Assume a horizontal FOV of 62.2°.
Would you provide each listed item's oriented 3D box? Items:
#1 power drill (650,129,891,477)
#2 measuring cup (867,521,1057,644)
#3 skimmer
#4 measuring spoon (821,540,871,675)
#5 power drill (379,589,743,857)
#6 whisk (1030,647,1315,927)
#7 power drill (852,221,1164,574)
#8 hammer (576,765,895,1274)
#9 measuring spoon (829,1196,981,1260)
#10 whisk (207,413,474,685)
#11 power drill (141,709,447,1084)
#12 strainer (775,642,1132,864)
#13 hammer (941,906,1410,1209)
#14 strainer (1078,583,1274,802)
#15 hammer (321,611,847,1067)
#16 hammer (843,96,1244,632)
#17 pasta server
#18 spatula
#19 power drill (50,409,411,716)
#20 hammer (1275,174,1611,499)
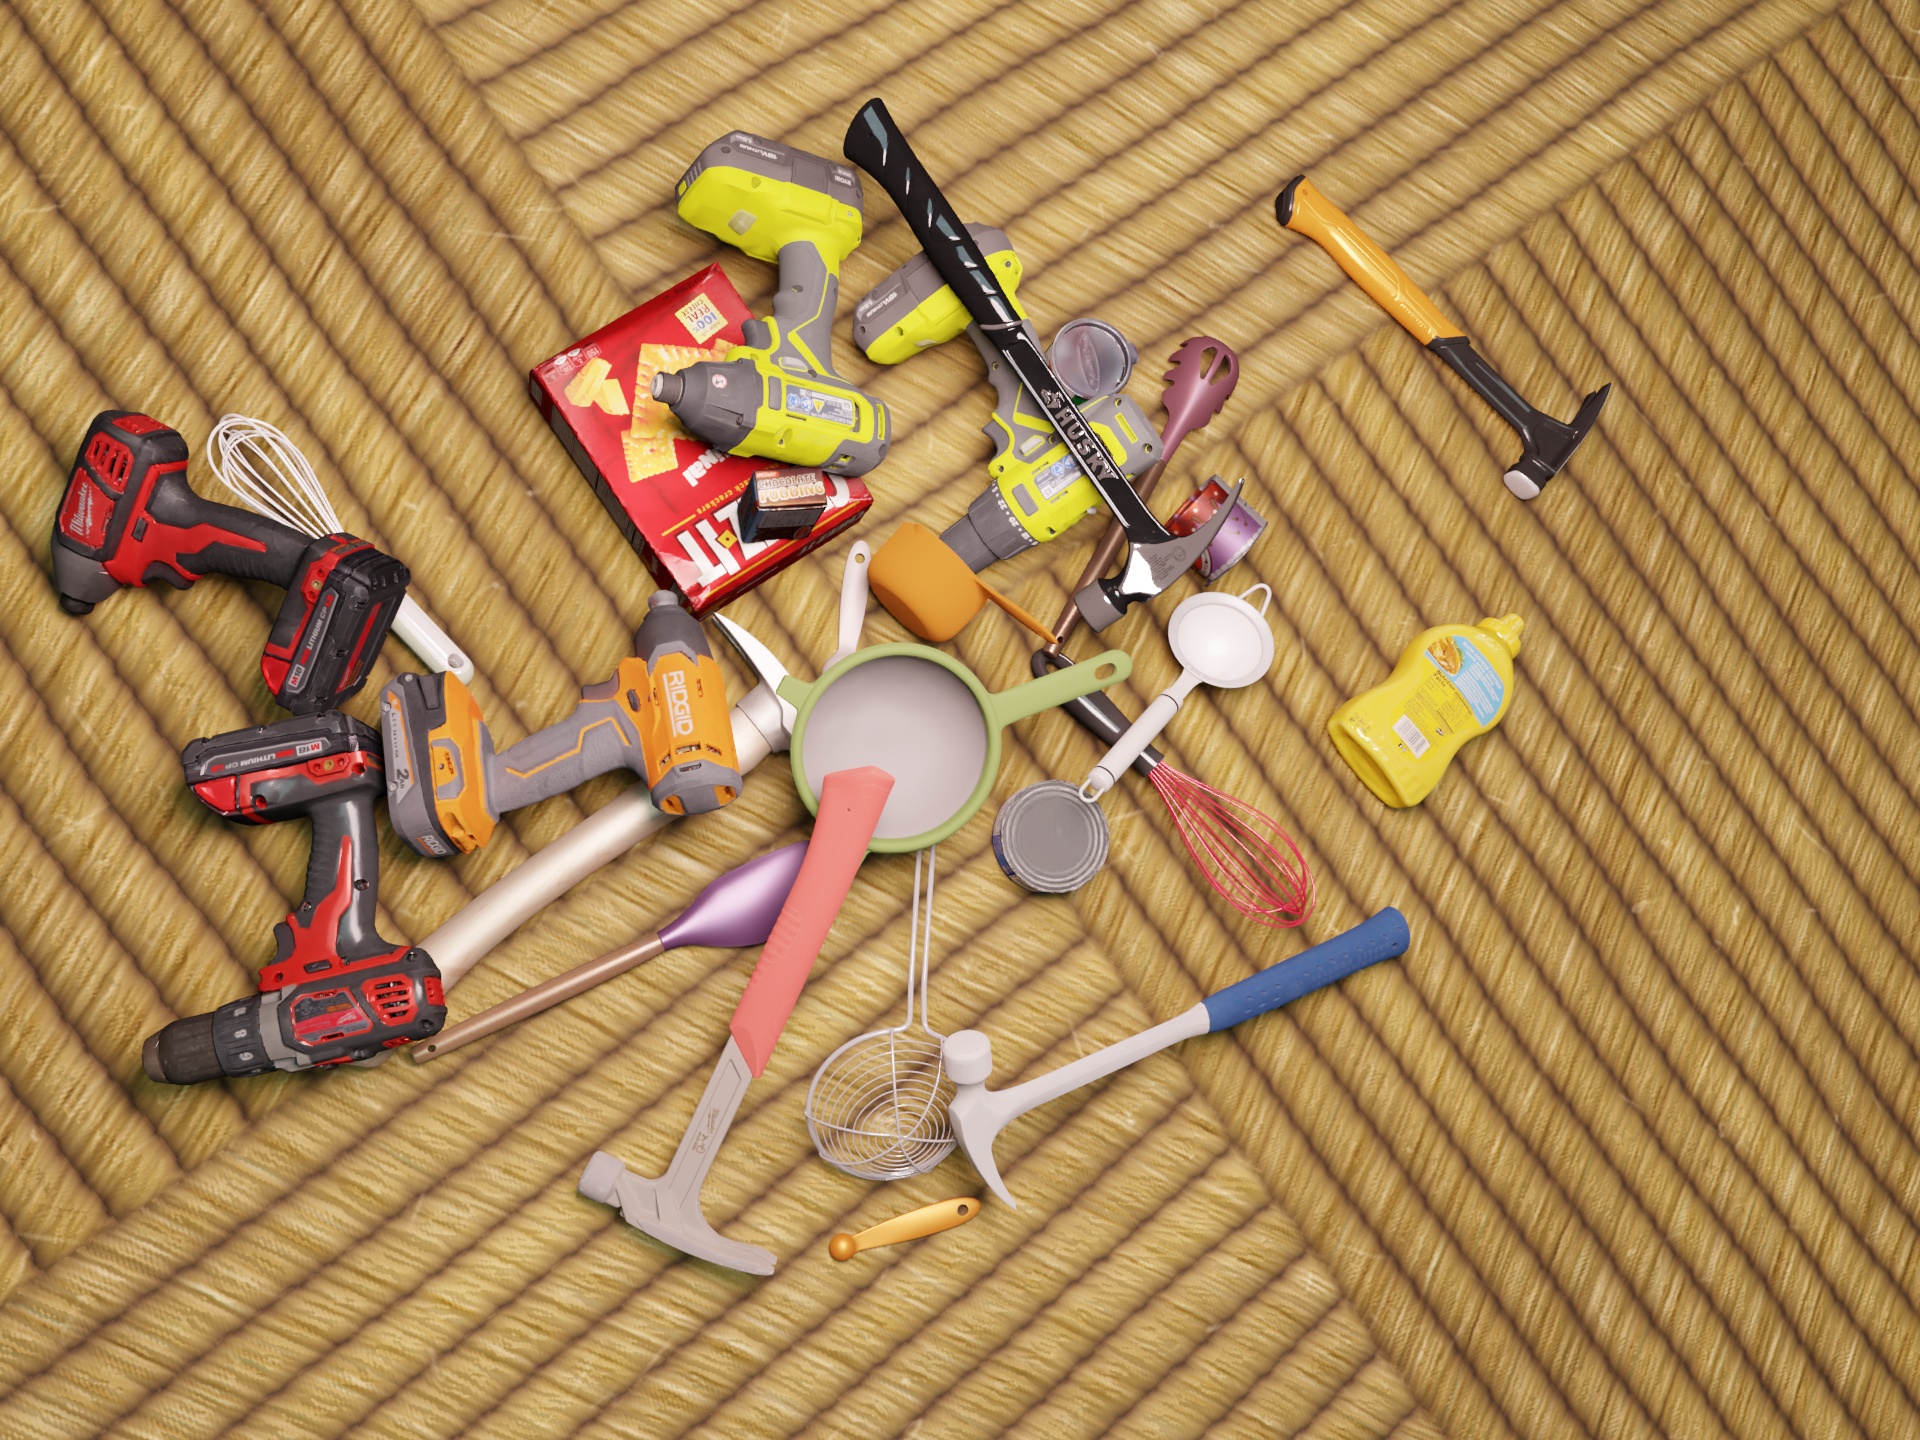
[{"bbox_3d":[-0.137,-0.293,1.127,0.171,0.080,0.223,8,70,-33],"label":"power drill"},{"bbox_3d":[-0.002,-0.080,1.166,0.052,0.095,0.174,-45,51,-10],"label":"measuring cup"},{"bbox_3d":[-0.039,0.153,1.185,0.127,0.090,0.363,10,70,-16],"label":"skimmer"},{"bbox_3d":[-0.082,-0.079,1.212,0.034,0.018,0.124,9,79,-12],"label":"measuring spoon"},{"bbox_3d":[-0.274,-0.001,1.097,0.226,0.084,0.164,-12,67,-5],"label":"power drill"},{"bbox_3d":[0.164,0.050,1.237,0.296,0.073,0.073,44,75,2],"label":"whisk"},{"bbox_3d":[0.019,-0.238,1.208,0.190,0.080,0.228,-33,87,18],"label":"power drill"},{"bbox_3d":[-0.125,0.200,1.099,0.149,0.037,0.359,25,94,-2],"label":"hammer"},{"bbox_3d":[-0.039,0.371,1.162,0.117,0.011,0.021,-13,85,-15],"label":"measuring spoon"},{"bbox_3d":[-0.433,-0.117,1.119,0.246,0.059,0.058,48,47,-8],"label":"whisk"},{"bbox_3d":[-0.451,0.122,1.048,0.188,0.080,0.227,-13,80,-6],"label":"power drill"},{"bbox_3d":[-0.002,-0.004,1.150,0.256,0.069,0.151,-21,105,-9],"label":"strainer"},{"bbox_3d":[0.173,0.232,1.193,0.405,0.035,0.144,-18,116,-24],"label":"hammer"},{"bbox_3d":[0.164,-0.019,1.226,0.087,0.050,0.258,38,57,10],"label":"strainer"},{"bbox_3d":[-0.282,0.091,1.130,0.410,0.038,0.146,-38,91,-15],"label":"hammer"},{"bbox_3d":[0.044,-0.270,1.140,0.149,0.036,0.409,-34,89,16],"label":"hammer"},{"bbox_3d":[0.143,-0.183,1.270,0.060,0.040,0.316,32,76,-8],"label":"pasta server"},{"bbox_3d":[-0.238,0.172,1.139,0.316,0.018,0.060,-23,89,-17],"label":"spatula"},{"bbox_3d":[-0.501,-0.098,1.071,0.219,0.078,0.143,29,105,-3],"label":"power drill"},{"bbox_3d":[0.405,-0.345,1.361,0.337,0.034,0.127,42,76,-5],"label":"hammer"}]
